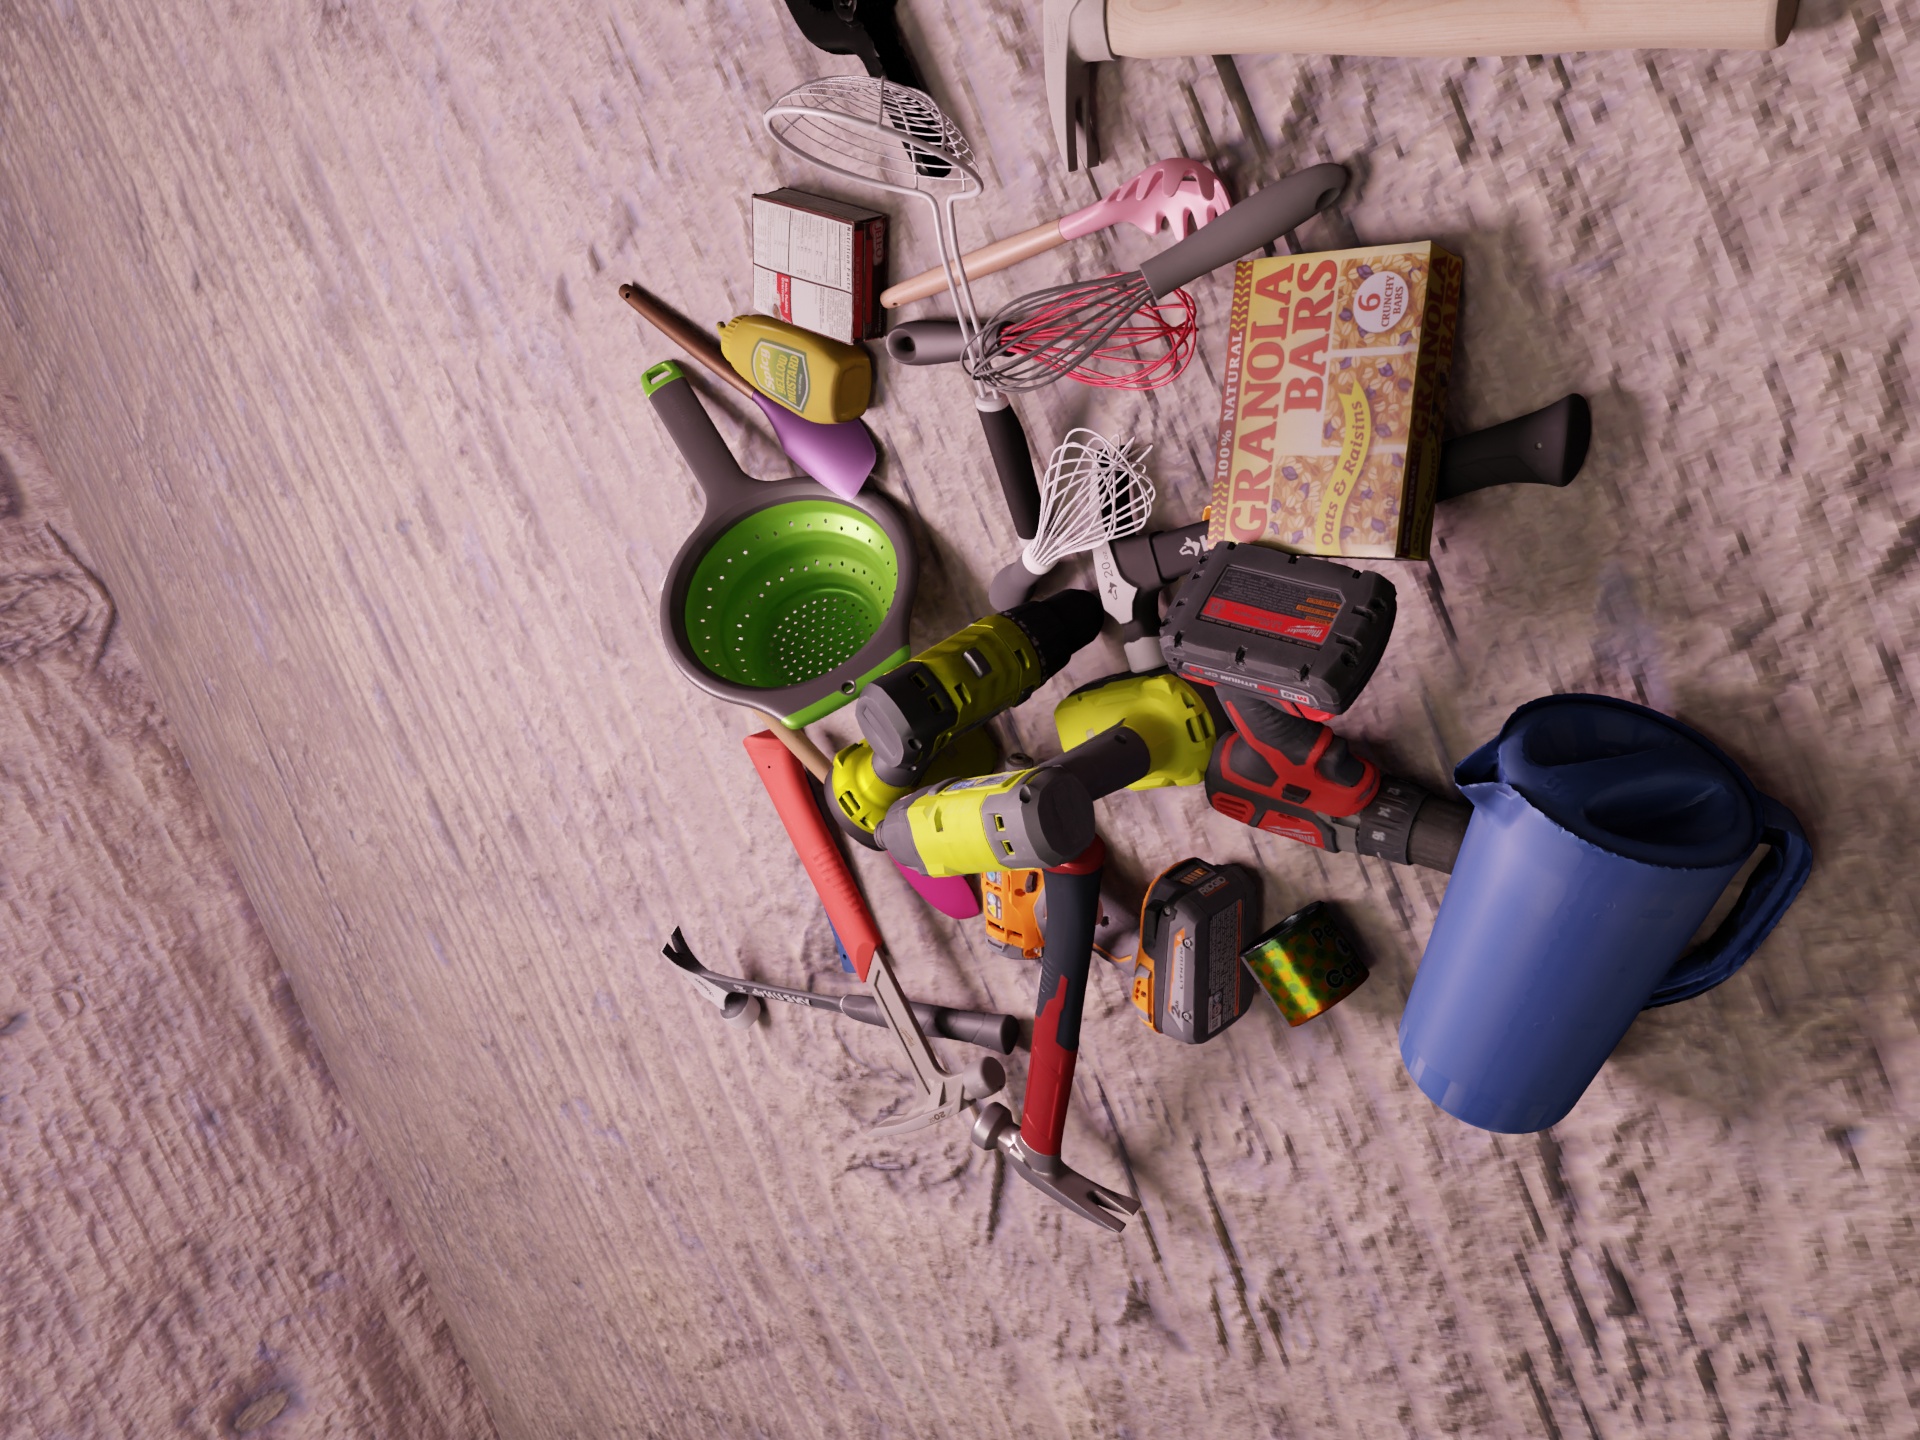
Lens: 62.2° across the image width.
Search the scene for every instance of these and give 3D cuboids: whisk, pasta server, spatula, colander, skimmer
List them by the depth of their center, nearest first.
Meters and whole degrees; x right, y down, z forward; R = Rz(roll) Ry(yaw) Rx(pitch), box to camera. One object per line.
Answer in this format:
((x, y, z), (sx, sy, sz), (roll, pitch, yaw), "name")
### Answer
((0.107, -0.252, 0.903), (0.239, 0.055, 0.055), (-26, 91, 15), "whisk")
((-0.013, -0.231, 0.983), (0.127, 0.090, 0.362), (19, 146, 35), "skimmer")
((0.048, -0.301, 1.021), (0.316, 0.060, 0.040), (-3, 72, 49), "pasta server")
((0.062, -0.117, 1.033), (0.070, 0.070, 0.284), (59, 163, 5), "whisk")
((0.045, -0.251, 1.040), (0.296, 0.073, 0.073), (13, 119, 49), "whisk")
((-0.159, -0.140, 1.275), (0.398, 0.204, 0.094), (57, 176, 31), "colander")
((-0.177, -0.277, 1.278), (0.316, 0.018, 0.059), (39, 107, 27), "spatula")

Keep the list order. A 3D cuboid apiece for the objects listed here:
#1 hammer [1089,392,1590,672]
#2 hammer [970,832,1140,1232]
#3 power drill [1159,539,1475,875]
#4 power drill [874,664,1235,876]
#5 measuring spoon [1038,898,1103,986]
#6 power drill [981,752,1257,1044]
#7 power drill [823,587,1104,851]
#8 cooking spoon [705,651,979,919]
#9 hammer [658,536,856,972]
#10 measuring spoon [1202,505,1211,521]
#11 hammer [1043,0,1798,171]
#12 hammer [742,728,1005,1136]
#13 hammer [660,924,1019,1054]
((0.209, -0.129, 0.940), (0.335, 0.035, 0.146), (-14, 94, 46), "hammer")
((0.082, 0.227, 1.139), (0.143, 0.038, 0.386), (28, 139, 24), "hammer")
((0.219, 0.009, 0.923), (0.188, 0.080, 0.226), (18, 153, 31), "power drill")
((0.061, 0.036, 1.039), (0.171, 0.223, 0.080), (-10, 102, 48), "power drill")
((0.071, 0.160, 1.132), (0.034, 0.018, 0.124), (48, 141, 28), "measuring spoon")
((0.102, 0.123, 1.154), (0.227, 0.084, 0.164), (21, 124, 42), "power drill")
((-0.002, -0.004, 1.139), (0.080, 0.190, 0.228), (54, 152, 11), "power drill")
((-0.099, 0.053, 1.292), (0.318, 0.017, 0.069), (47, 144, -13), "cooking spoon")
((-0.156, 0.032, 1.406), (0.144, 0.035, 0.405), (-9, 103, 47), "hammer")
((0.182, -0.084, 1.019), (0.021, 0.011, 0.117), (-21, 91, 47), "measuring spoon")
((0.210, -0.355, 0.827), (0.411, 0.038, 0.146), (19, 124, 39), "hammer")
((-0.097, 0.174, 1.345), (0.149, 0.036, 0.359), (-30, 85, 35), "hammer")
((-0.111, 0.255, 1.445), (0.409, 0.036, 0.149), (1, 141, 41), "hammer")
